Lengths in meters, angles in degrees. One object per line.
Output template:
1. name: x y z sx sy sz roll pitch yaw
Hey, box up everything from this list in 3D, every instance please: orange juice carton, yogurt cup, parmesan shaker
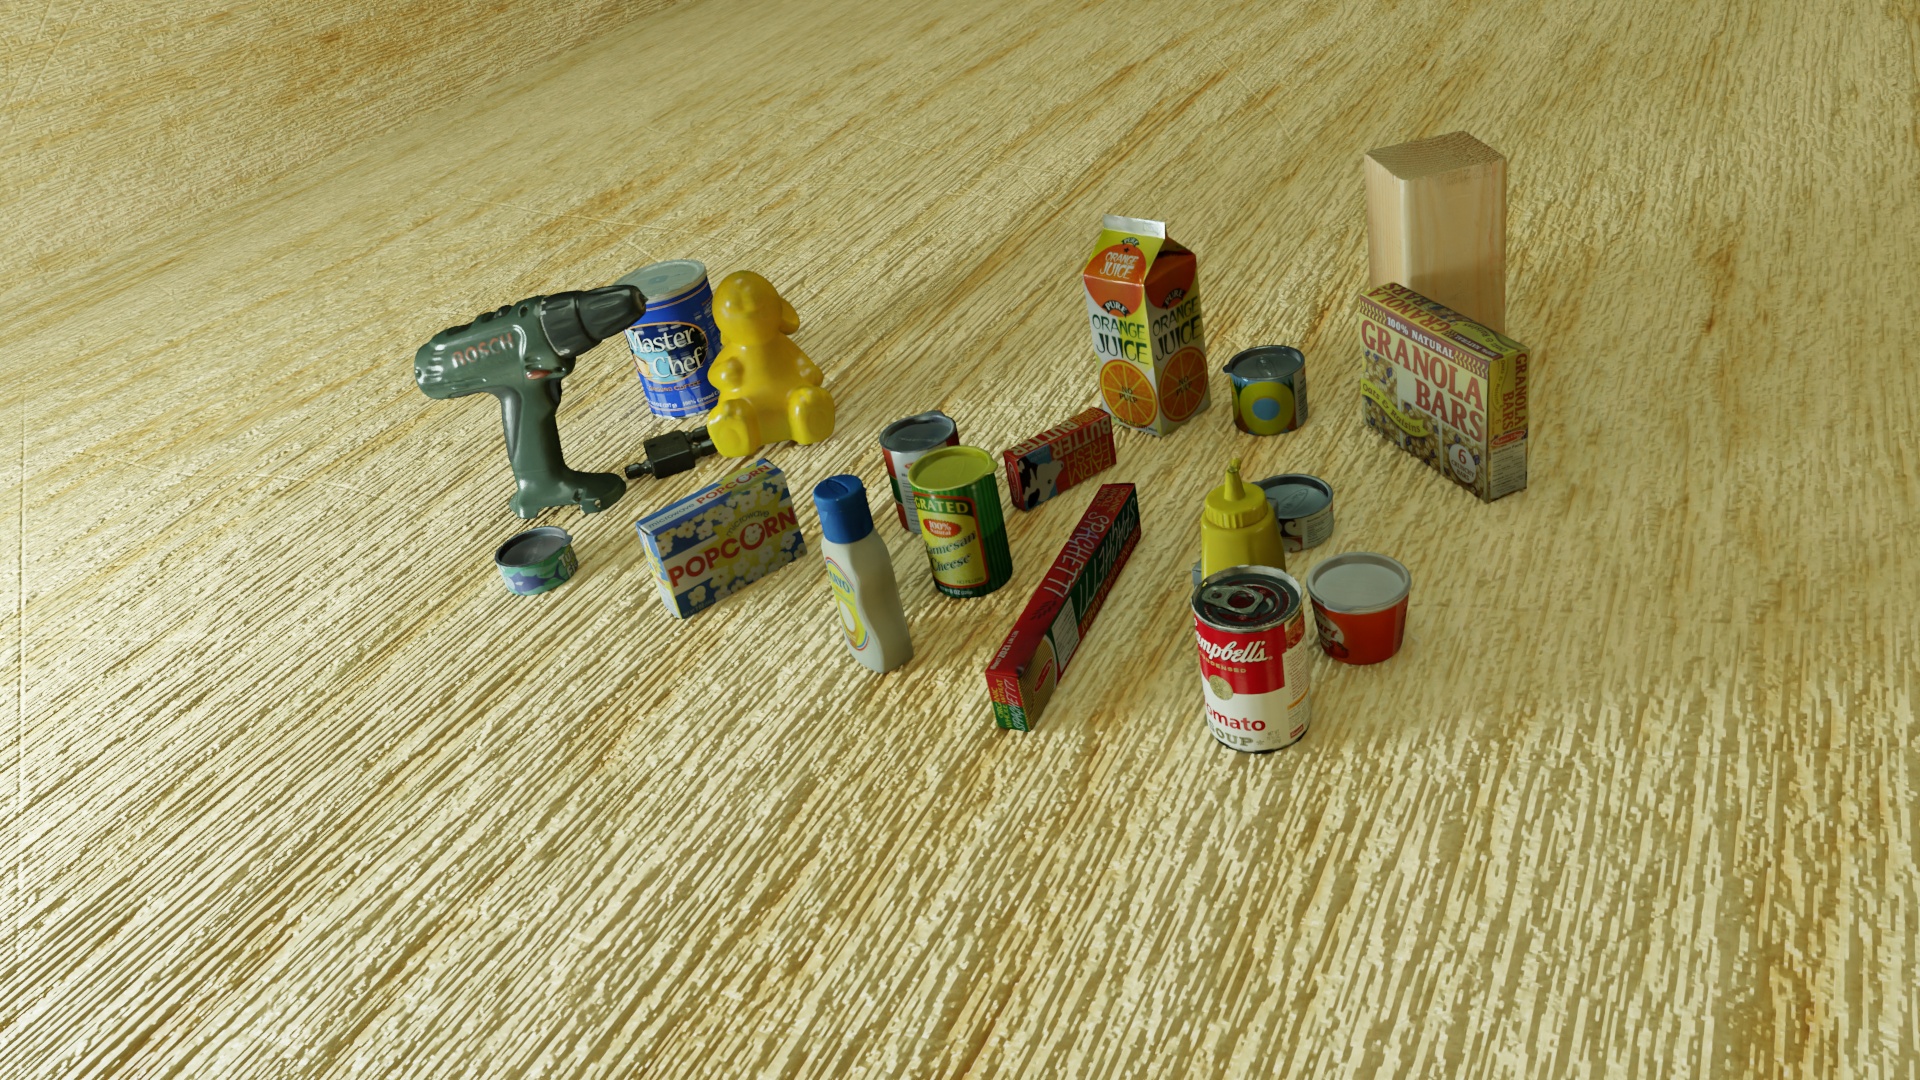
1. orange juice carton: 0.165 -0.196 1.233 0.073 0.191 0.072 -34 37 -31
2. yogurt cup: 0.271 0.047 0.941 0.072 0.053 0.073 -9 32 6
3. parmesan shaker: 0.004 -0.014 1.084 0.071 0.102 0.071 -9 32 6

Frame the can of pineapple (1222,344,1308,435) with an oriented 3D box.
1. can of pineapple: 0.270 -0.132 1.224 0.071 0.057 0.071 -9 32 6

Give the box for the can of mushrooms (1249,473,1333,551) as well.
1. can of mushrooms: 0.253 -0.022 1.077 0.071 0.033 0.071 -9 32 6

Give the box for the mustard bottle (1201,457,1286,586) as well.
1. mustard bottle: 0.188 0.012 0.926 0.049 0.159 0.066 8 37 30

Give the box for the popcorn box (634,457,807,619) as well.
1. popcorn box: -0.197 -0.002 1.153 0.127 0.084 0.038 -30 35 -26

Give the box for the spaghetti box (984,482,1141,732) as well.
1. spaghetti box: 0.081 0.041 1.020 0.028 0.050 0.251 5 35 26

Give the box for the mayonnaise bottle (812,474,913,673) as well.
1. mayonnaise bottle: -0.073 0.023 1.010 0.041 0.147 0.065 -28 34 -23

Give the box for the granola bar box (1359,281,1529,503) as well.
1. granola bar box: 0.380 -0.120 1.103 0.039 0.123 0.166 -20 32 -12

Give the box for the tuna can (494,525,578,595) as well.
1. tuna can: -0.374 0.017 1.234 0.071 0.032 0.071 -9 32 6

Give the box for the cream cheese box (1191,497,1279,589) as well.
1. cream cheese box: 0.204 0.016 1.014 0.024 0.053 0.104 11 39 33

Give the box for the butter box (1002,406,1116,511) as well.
1. butter box: 0.086 -0.071 1.194 0.104 0.053 0.024 -28 35 -24

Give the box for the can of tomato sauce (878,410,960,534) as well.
1. can of tomato sauce: -0.028 -0.058 1.185 0.071 0.082 0.071 -9 32 6
